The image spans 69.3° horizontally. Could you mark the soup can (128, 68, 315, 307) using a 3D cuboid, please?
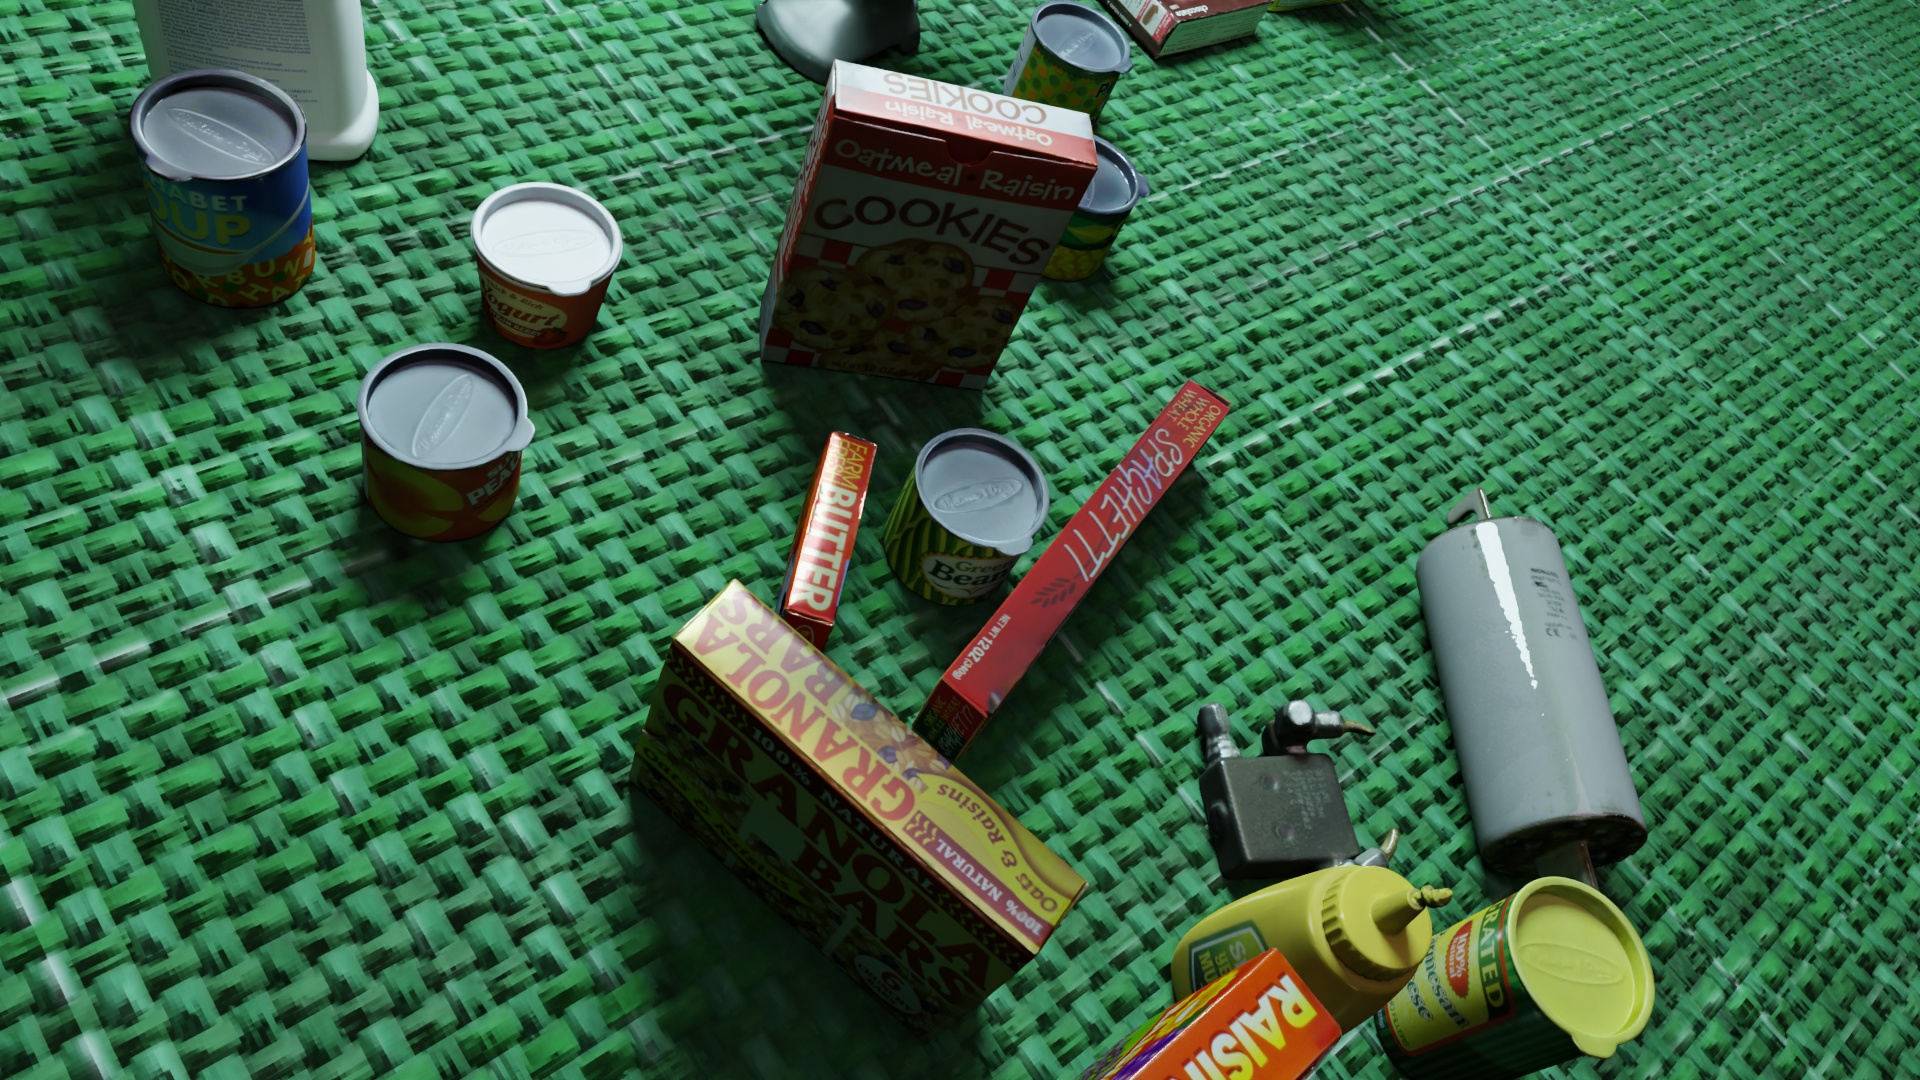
[{"bbox_3d":[-0.325,-0.152,0.614,0.071,0.083,0.072,10,55,-15],"label":"soup can"}]

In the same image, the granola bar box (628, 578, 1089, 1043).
[{"bbox_3d":[-0.047,0.107,0.523,0.165,0.123,0.039,40,53,7],"label":"granola bar box"}]

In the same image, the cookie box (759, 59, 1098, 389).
[{"bbox_3d":[-0.021,-0.144,0.675,0.123,0.166,0.040,6,56,-18],"label":"cookie box"}]

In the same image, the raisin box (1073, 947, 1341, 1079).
[{"bbox_3d":[0.072,0.203,0.505,0.086,0.122,0.040,-27,71,-33],"label":"raisin box"}]

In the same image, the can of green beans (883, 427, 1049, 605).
[{"bbox_3d":[0.002,-0.010,0.663,0.071,0.057,0.071,10,55,-15],"label":"can of green beans"}]

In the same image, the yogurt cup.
[{"bbox_3d":[-0.200,-0.129,0.667,0.072,0.053,0.073,10,55,-15],"label":"yogurt cup"}]

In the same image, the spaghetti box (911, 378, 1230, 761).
[{"bbox_3d":[0.061,0.006,0.680,0.029,0.050,0.251,38,53,6],"label":"spaghetti box"}]

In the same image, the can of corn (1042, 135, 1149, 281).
[{"bbox_3d":[0.066,-0.194,0.811,0.071,0.058,0.071,10,55,-15],"label":"can of corn"}]

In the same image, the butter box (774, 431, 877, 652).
[{"bbox_3d":[-0.064,0.006,0.629,0.024,0.052,0.104,18,53,-10],"label":"butter box"}]

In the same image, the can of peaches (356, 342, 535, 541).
[{"bbox_3d":[-0.220,-0.040,0.596,0.071,0.057,0.071,10,55,-15],"label":"can of peaches"}]

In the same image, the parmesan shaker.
[{"bbox_3d":[0.229,0.193,0.586,0.071,0.102,0.071,10,55,-15],"label":"parmesan shaker"}]

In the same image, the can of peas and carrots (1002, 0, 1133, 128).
[{"bbox_3d":[0.068,-0.296,0.880,0.071,0.058,0.071,10,55,-15],"label":"can of peas and carrots"}]

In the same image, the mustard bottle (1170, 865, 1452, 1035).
[{"bbox_3d":[0.137,0.159,0.537,0.049,0.159,0.065,-10,62,-27],"label":"mustard bottle"}]
